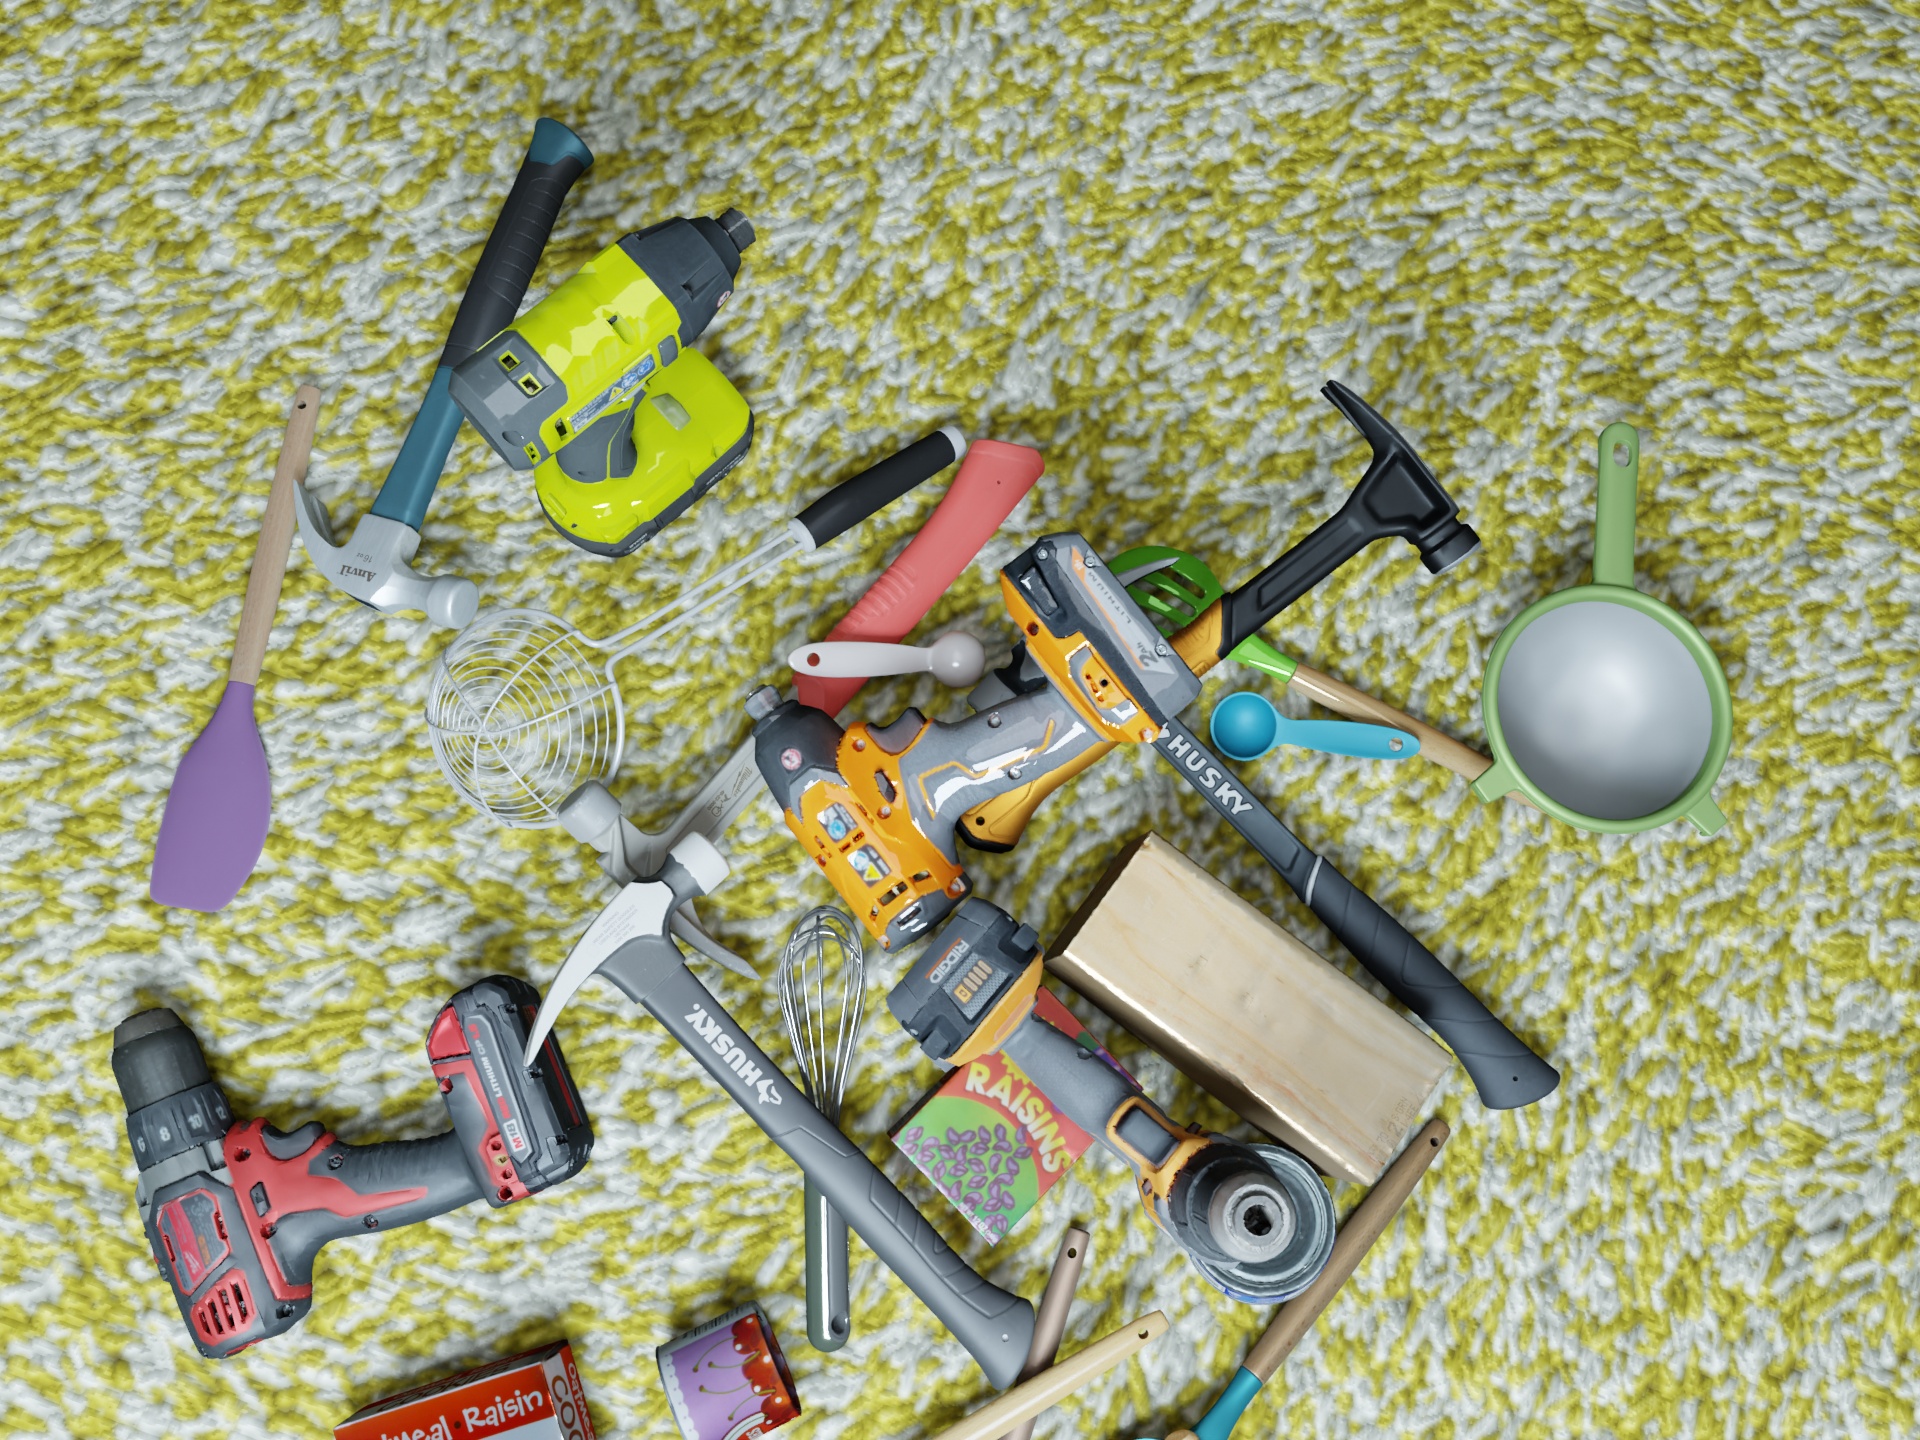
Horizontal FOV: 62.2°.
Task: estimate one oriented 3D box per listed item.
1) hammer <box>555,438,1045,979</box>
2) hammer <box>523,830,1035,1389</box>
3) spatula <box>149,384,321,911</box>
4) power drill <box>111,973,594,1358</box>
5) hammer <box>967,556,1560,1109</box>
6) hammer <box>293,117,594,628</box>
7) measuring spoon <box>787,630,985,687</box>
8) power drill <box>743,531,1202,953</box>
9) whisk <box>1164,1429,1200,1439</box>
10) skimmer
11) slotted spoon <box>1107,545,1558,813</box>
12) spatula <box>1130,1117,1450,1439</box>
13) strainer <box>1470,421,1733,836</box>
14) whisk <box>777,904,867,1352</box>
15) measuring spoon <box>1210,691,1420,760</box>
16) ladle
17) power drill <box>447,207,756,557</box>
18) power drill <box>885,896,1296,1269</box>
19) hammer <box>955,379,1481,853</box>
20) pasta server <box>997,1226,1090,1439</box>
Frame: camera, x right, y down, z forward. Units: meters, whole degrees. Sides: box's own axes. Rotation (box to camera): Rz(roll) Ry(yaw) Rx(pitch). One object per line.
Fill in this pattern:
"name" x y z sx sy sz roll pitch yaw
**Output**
"hammer" -0.064 -0.026 0.937 0.149 0.037 0.359 47 72 -21
"hammer" -0.083 0.228 0.847 0.146 0.035 0.334 -44 94 -21
"spatula" -0.412 -0.046 0.930 0.060 0.018 0.316 8 80 -3
"power drill" -0.335 0.213 0.862 0.226 0.080 0.188 -23 82 -6
"hammer" 0.198 0.076 0.943 0.409 0.036 0.149 44 94 1
"hammer" -0.295 -0.219 0.956 0.128 0.033 0.331 14 74 14
"measuring spoon" -0.039 -0.035 0.918 0.124 0.018 0.034 -1 93 -26
"power drill" -0.001 -0.003 0.863 0.226 0.084 0.164 -39 87 8
"whisk" 0.162 0.498 0.851 0.051 0.047 0.245 -19 88 -43
"skimmer" -0.149 -0.070 0.954 0.363 0.090 0.127 -35 84 -20
"slotted spoon" 0.228 -0.020 0.979 0.314 0.031 0.070 27 84 -1
"spatula" 0.178 0.350 0.908 0.082 0.044 0.317 43 74 4
"strainer" 0.388 -0.054 0.978 0.151 0.069 0.256 8 78 -2
"whisk" -0.075 0.228 0.896 0.057 0.059 0.246 6 80 -50
"measuring spoon" 0.215 0.008 0.971 0.128 0.021 0.042 7 93 0
"ladle" -0.025 0.403 0.860 0.315 0.031 0.069 -29 83 -4
"power drill" -0.178 -0.182 0.872 0.171 0.223 0.080 -42 86 -11
"power drill" 0.069 0.190 0.806 0.226 0.185 0.084 40 81 6
"hammer" 0.126 -0.045 0.909 0.337 0.034 0.127 -39 90 3
"pasta server" 0.016 0.434 0.868 0.060 0.040 0.316 17 77 11
